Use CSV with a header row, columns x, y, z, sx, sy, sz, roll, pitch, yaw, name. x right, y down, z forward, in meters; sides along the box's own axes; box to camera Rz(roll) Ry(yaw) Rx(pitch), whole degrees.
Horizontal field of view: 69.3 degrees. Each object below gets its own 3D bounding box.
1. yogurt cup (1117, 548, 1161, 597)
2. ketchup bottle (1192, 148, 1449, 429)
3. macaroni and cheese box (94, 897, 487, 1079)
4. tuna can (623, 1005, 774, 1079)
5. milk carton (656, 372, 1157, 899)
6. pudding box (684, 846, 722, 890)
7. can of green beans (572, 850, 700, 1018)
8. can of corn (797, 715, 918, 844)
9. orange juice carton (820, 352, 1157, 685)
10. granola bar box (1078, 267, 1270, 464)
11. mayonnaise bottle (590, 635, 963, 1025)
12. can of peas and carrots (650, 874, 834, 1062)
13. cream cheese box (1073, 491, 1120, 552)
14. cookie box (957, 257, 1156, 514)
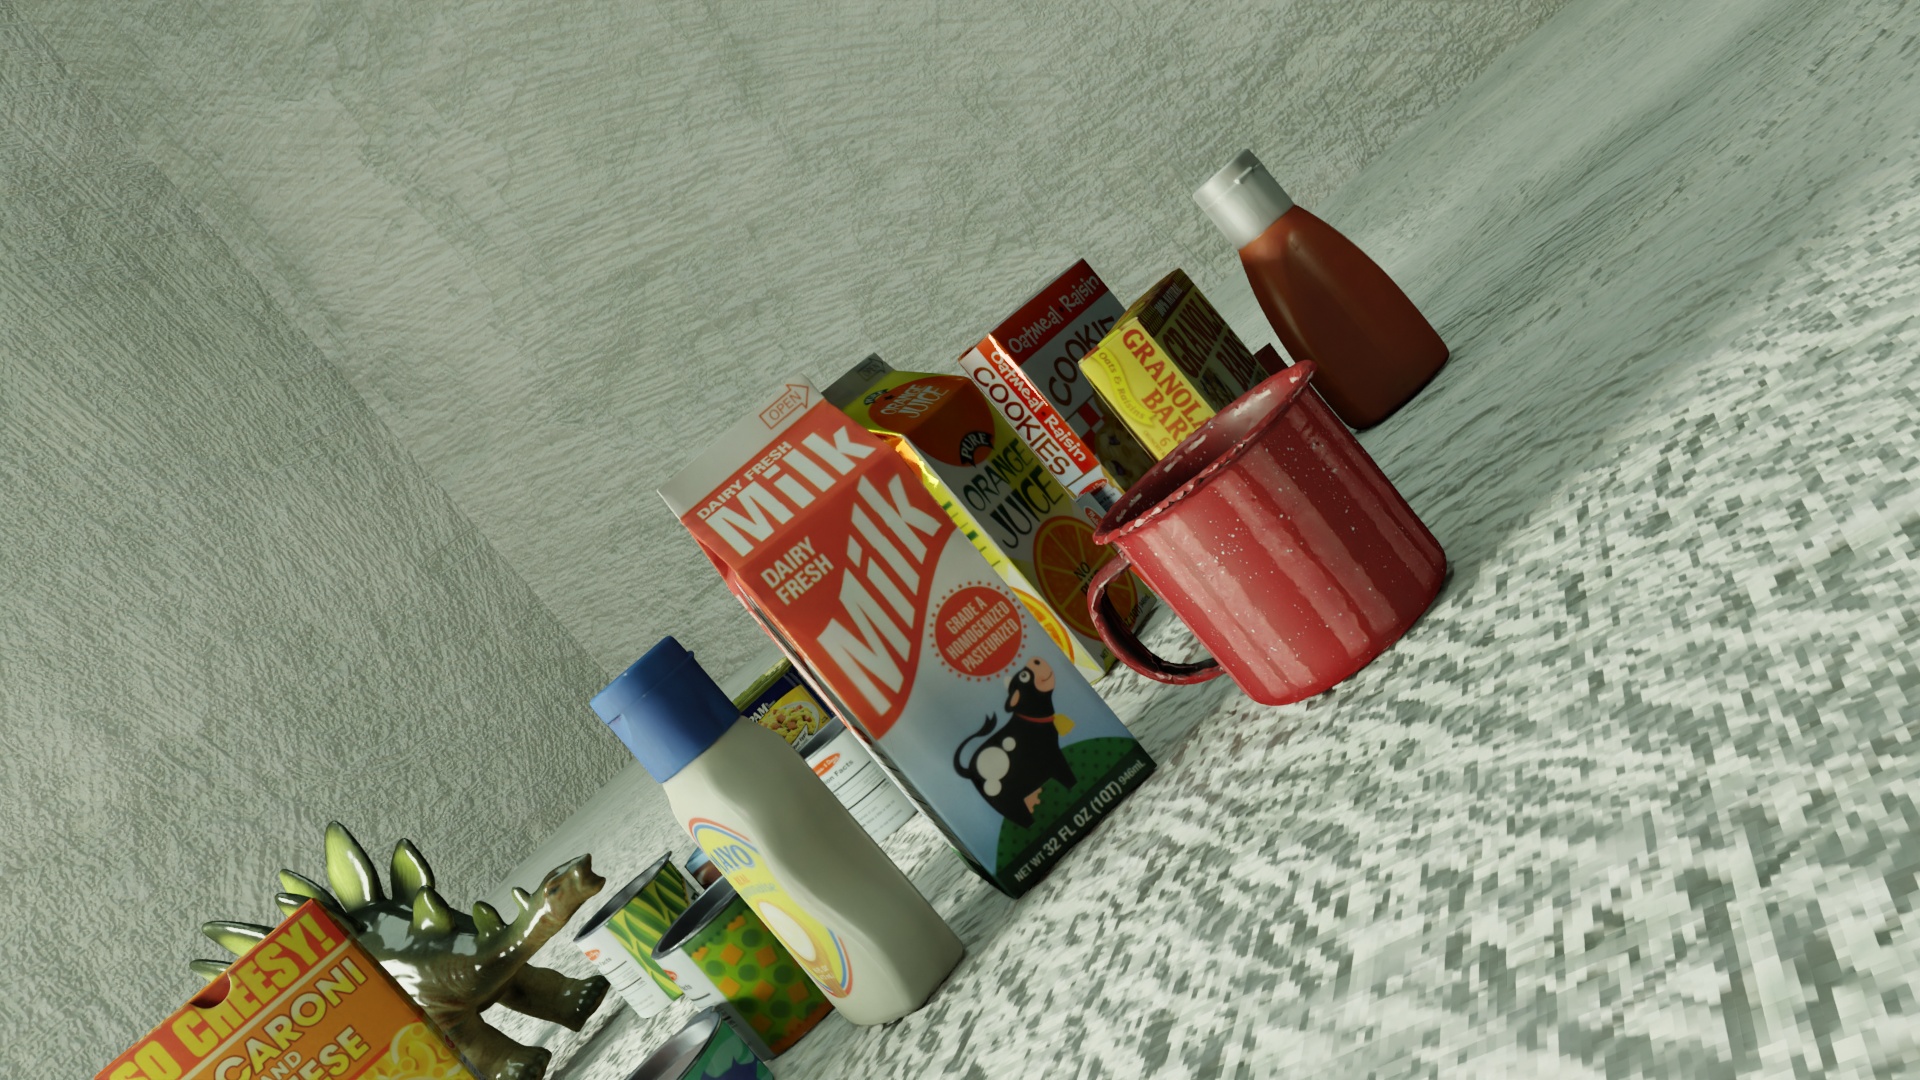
x,y,z,sx,sy,sz,roll,pitch,yaw,name
0.107,0.005,0.578,0.072,0.054,0.072,-40,4,4,yogurt cup
0.179,-0.130,0.705,0.065,0.149,0.043,-41,4,-11,ketchup bottle
-0.325,0.285,0.705,0.124,0.166,0.040,-42,4,-24,macaroni and cheese box
-0.100,0.203,0.496,0.071,0.033,0.071,-40,4,4,tuna can
-0.023,0.032,0.510,0.072,0.190,0.073,-41,4,-13,milk carton
-0.105,0.169,0.768,0.083,0.049,0.030,-39,4,14,pudding box
-0.168,0.218,0.765,0.071,0.058,0.071,-40,4,4,can of green beans
-0.049,0.120,0.732,0.071,0.058,0.071,-40,4,4,can of corn
0.002,-0.009,0.695,0.072,0.192,0.072,-37,5,41,orange juice carton
0.125,-0.069,0.702,0.039,0.124,0.166,-39,4,23,granola bar box
-0.066,0.100,0.479,0.041,0.148,0.064,-43,5,-35,mayonnaise bottle
-0.077,0.161,0.552,0.071,0.058,0.071,-40,4,4,can of peas and carrots
0.066,0.010,0.886,0.024,0.053,0.103,-43,5,-31,cream cheese box
0.091,-0.087,0.898,0.040,0.167,0.123,-36,6,47,cookie box
